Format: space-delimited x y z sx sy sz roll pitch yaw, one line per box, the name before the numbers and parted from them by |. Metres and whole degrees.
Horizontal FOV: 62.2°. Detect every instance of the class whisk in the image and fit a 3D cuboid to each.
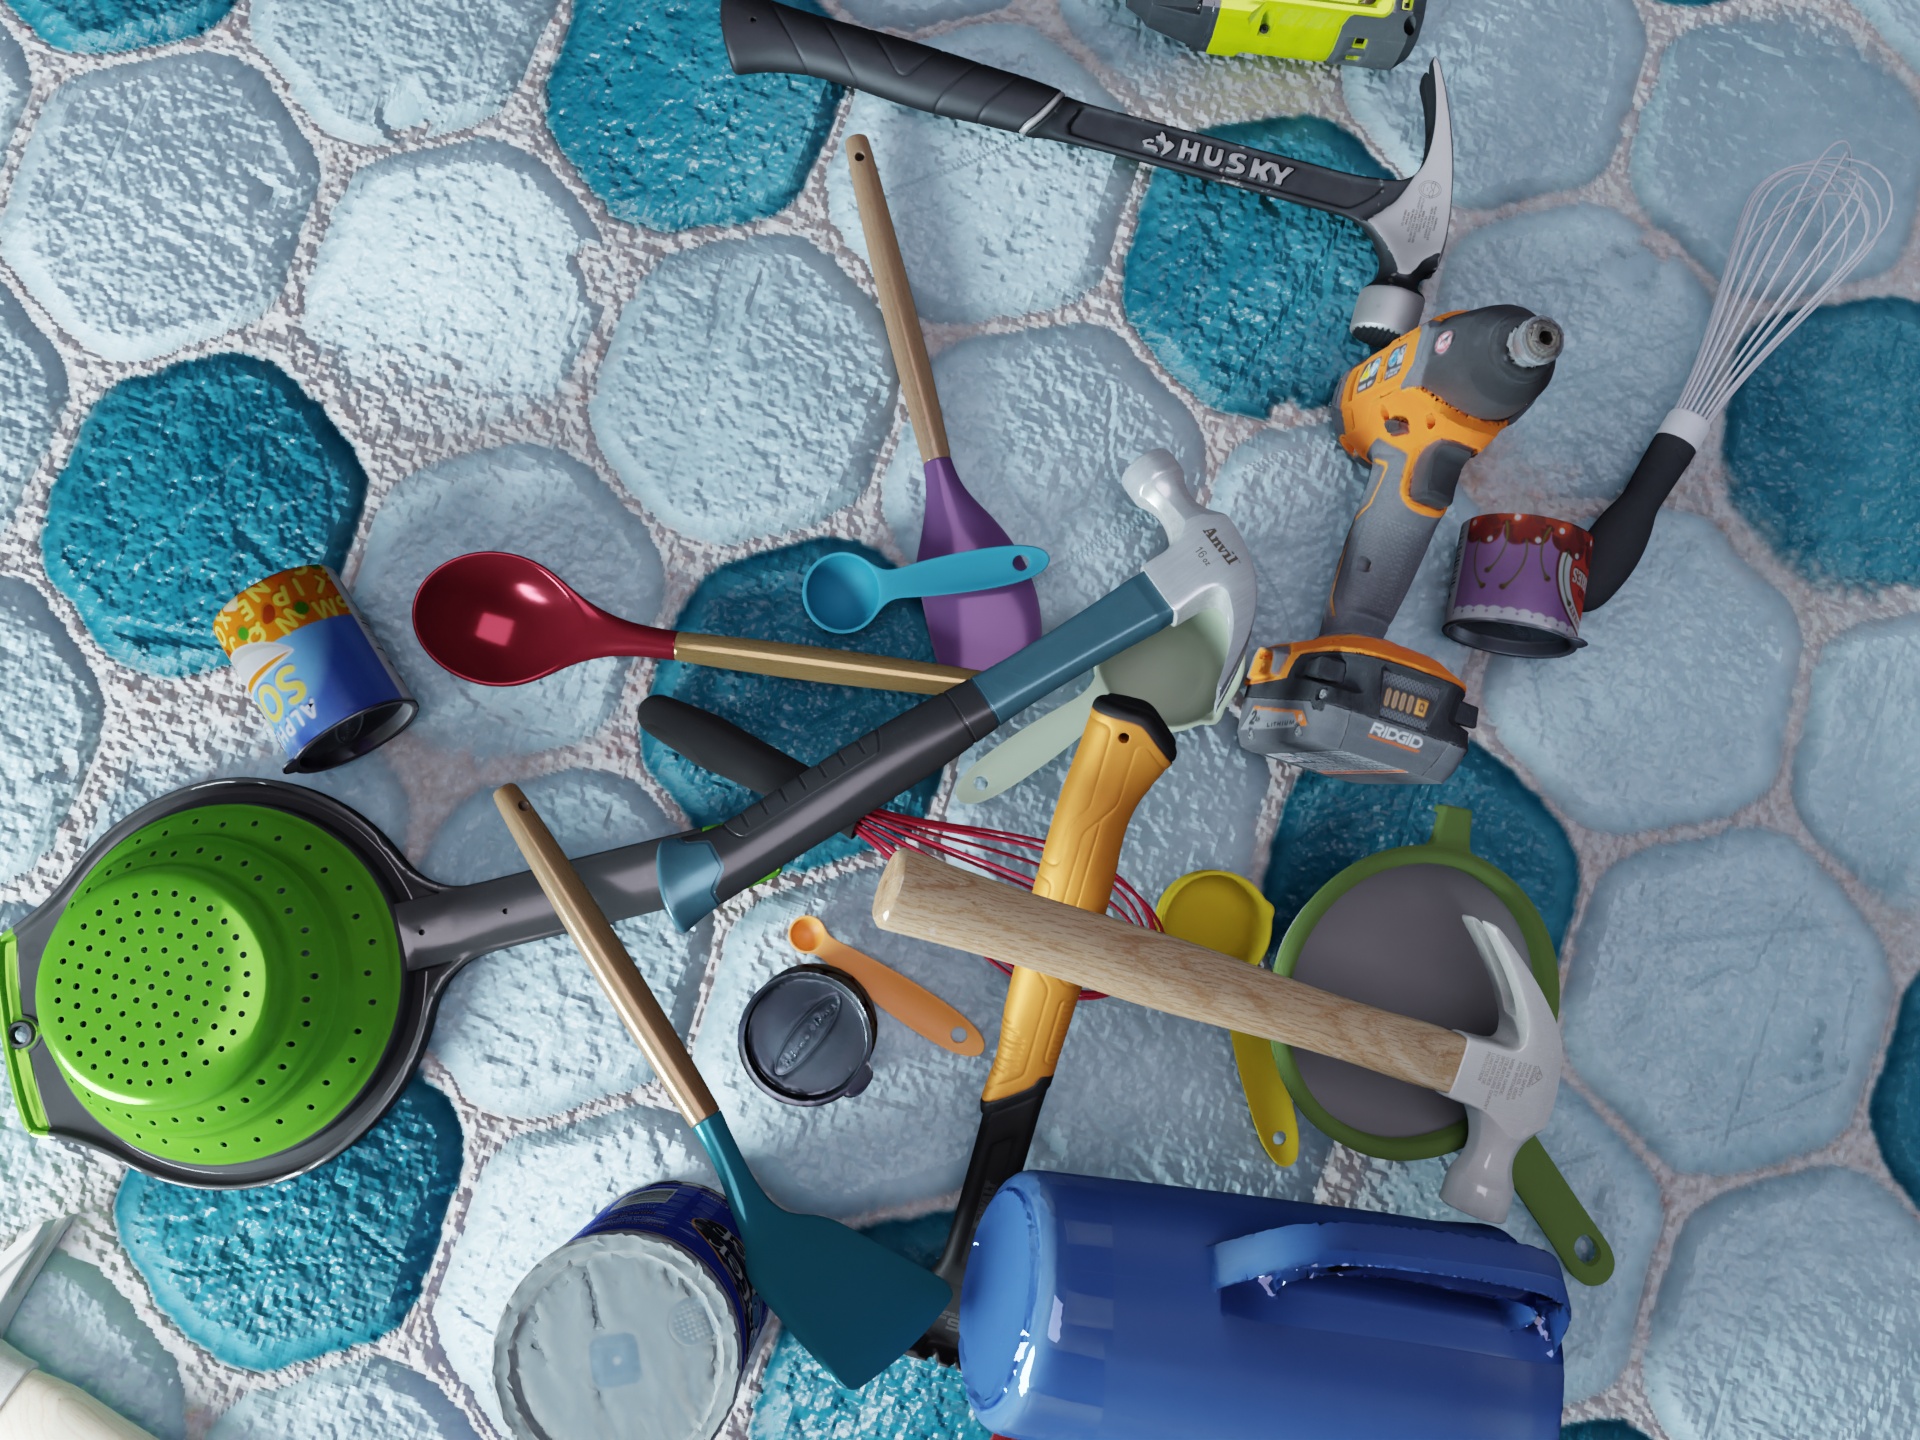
whisk | 0.395 -0.179 0.835 0.070 0.070 0.284 32 88 3
whisk | -0.032 0.058 0.793 0.296 0.073 0.073 26 83 8

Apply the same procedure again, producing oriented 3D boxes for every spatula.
spatula | -0.124 0.156 0.732 0.044 0.082 0.317 -41 80 36
spatula | -0.016 -0.162 0.842 0.060 0.018 0.316 -15 84 2

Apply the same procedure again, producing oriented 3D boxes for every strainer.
strainer | 0.239 0.173 0.788 0.151 0.069 0.256 -38 102 -9

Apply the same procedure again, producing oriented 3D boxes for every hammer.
hammer | 0.025 0.147 0.741 0.127 0.034 0.337 16 102 2
hammer | -0.306 0.393 0.753 0.410 0.038 0.146 28 81 2
hammer | 0.065 -0.326 0.853 0.409 0.036 0.149 17 88 2
hammer | -0.001 -0.002 0.767 0.331 0.033 0.128 -31 69 -7
hammer | 0.121 0.119 0.704 0.331 0.031 0.130 19 89 -13

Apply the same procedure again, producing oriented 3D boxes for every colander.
colander | -0.284 0.106 0.762 0.397 0.094 0.204 -14 83 -3

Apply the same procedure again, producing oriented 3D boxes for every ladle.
ladle | -0.120 -0.036 0.814 0.315 0.031 0.069 8 96 0

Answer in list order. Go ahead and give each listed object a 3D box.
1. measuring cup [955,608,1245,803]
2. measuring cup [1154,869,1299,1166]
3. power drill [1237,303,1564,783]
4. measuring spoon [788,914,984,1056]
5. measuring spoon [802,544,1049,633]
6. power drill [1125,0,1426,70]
measuring cup | 0.068 -0.006 0.814 0.167 0.038 0.083 -34 84 -3
measuring cup | 0.140 0.150 0.805 0.062 0.029 0.156 -18 95 -8
power drill | 0.216 -0.087 0.764 0.084 0.164 0.226 18 84 -10
measuring spoon | -0.037 0.135 0.807 0.117 0.011 0.021 34 94 0
measuring spoon | -0.017 -0.073 0.823 0.128 0.021 0.042 -9 92 3
power drill | 0.169 -0.473 0.860 0.171 0.080 0.223 7 85 0
